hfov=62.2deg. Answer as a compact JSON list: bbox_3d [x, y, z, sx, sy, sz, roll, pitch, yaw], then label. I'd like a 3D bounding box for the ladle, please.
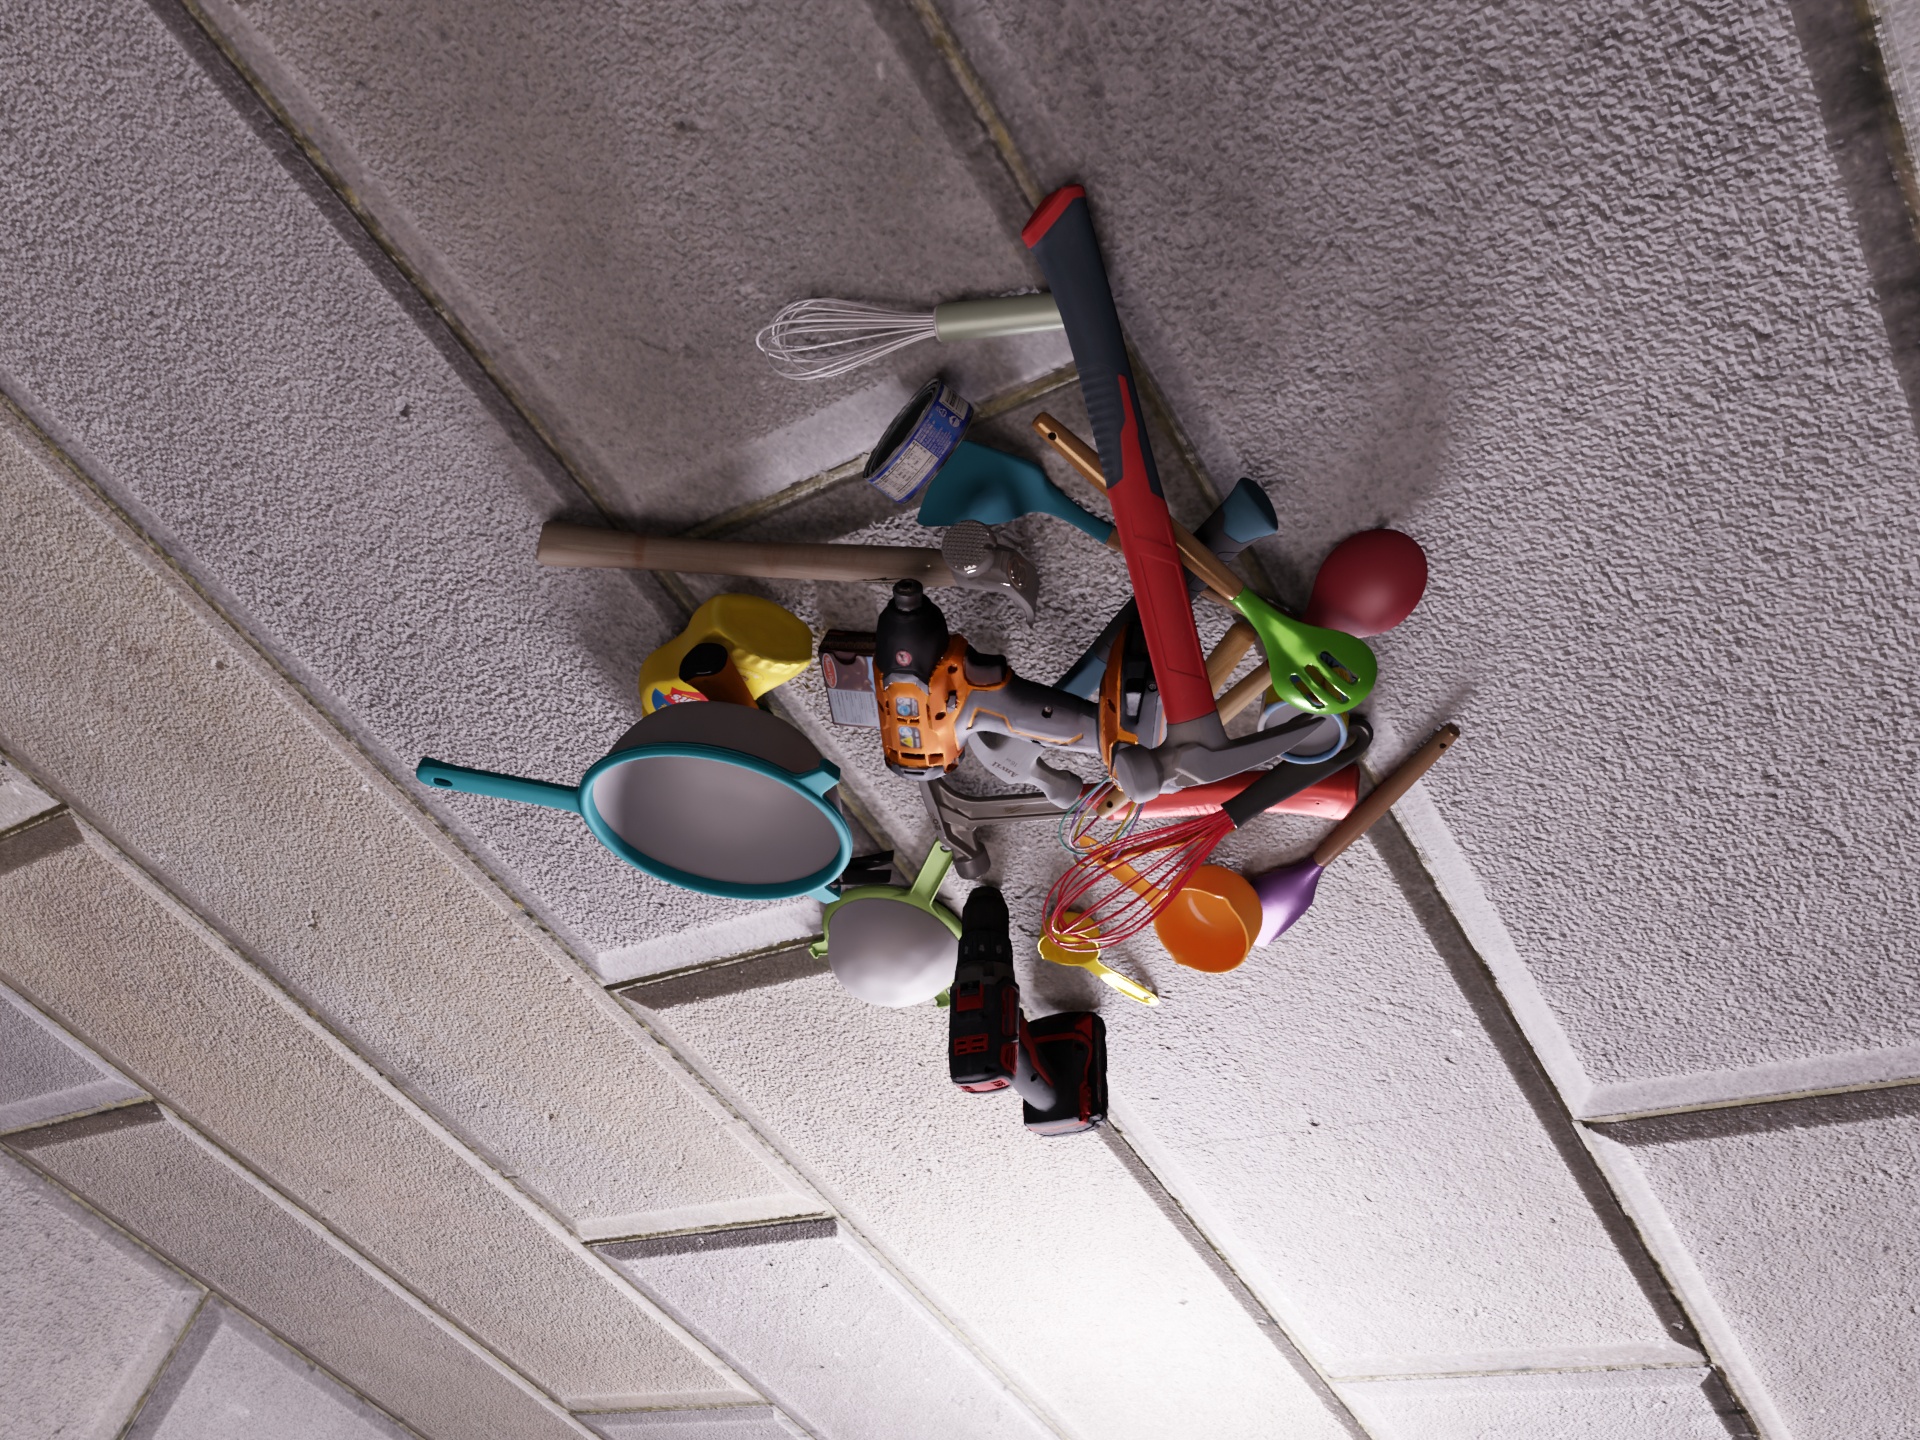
[{"bbox_3d":[0.208,-0.023,1.157,0.315,0.031,0.069,-44,77,29],"label":"ladle"}]

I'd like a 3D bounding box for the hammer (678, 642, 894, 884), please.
[{"bbox_3d":[-0.154,0.046,1.339,0.127,0.034,0.336,-1,145,14],"label":"hammer"}]

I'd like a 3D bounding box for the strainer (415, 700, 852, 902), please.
[{"bbox_3d":[-0.244,0.038,1.235,0.340,0.095,0.210,9,145,3],"label":"strainer"}]

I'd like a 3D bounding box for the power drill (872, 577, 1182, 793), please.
[{"bbox_3d":[0.048,-0.027,1.128,0.226,0.084,0.164,4,132,11],"label":"power drill"}]

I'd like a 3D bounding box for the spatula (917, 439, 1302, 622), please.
[{"bbox_3d":[0.127,-0.115,1.144,0.317,0.044,0.082,25,133,-7],"label":"spatula"}]

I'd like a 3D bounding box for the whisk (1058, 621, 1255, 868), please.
[{"bbox_3d":[0.150,0.020,1.233,0.051,0.047,0.245,33,117,-1],"label":"whisk"}]

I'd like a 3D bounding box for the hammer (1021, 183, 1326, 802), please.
[{"bbox_3d":[0.126,-0.149,1.018,0.143,0.038,0.386,-18,101,-13],"label":"hammer"}]

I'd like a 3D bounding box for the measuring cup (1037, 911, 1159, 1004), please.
[{"bbox_3d":[0.134,0.222,1.479,0.062,0.029,0.156,-27,131,36],"label":"measuring cup"}]

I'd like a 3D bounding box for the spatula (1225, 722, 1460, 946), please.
[{"bbox_3d":[0.307,0.099,1.302,0.059,0.018,0.315,27,135,-6],"label":"spatula"}]

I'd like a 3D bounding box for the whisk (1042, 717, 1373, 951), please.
[{"bbox_3d":[0.190,0.085,1.223,0.296,0.073,0.073,-34,120,3],"label":"whisk"}]

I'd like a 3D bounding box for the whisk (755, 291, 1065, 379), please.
[{"bbox_3d":[-0.021,-0.263,1.059,0.246,0.058,0.059,-2,166,16],"label":"whisk"}]

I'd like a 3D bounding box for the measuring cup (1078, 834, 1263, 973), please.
[{"bbox_3d":[0.182,0.142,1.370,0.174,0.052,0.095,37,132,12],"label":"measuring cup"}]

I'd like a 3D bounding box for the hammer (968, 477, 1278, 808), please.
[{"bbox_3d":[0.117,-0.056,1.165,0.128,0.033,0.331,29,131,-16],"label":"hammer"}]

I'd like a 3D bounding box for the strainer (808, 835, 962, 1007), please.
[{"bbox_3d":[-0.051,0.198,1.479,0.151,0.069,0.256,23,136,-3],"label":"strainer"}]

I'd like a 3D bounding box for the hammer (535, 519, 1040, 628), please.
[{"bbox_3d":[-0.142,-0.119,1.215,0.411,0.038,0.146,6,168,23],"label":"hammer"}]

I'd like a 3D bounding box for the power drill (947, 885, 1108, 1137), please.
[{"bbox_3d":[0.057,0.274,1.469,0.080,0.188,0.226,-14,144,23],"label":"power drill"}]

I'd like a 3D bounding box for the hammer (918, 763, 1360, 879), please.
[{"bbox_3d":[0.142,0.057,1.301,0.359,0.037,0.149,-5,122,21],"label":"hammer"}]

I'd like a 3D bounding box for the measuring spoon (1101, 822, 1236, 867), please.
[{"bbox_3d":[0.176,0.106,1.334,0.117,0.021,0.011,-15,111,10],"label":"measuring spoon"}]

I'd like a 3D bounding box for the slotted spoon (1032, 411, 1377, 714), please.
[{"bbox_3d":[0.166,-0.101,1.071,0.313,0.031,0.070,39,120,-17],"label":"slotted spoon"}]
